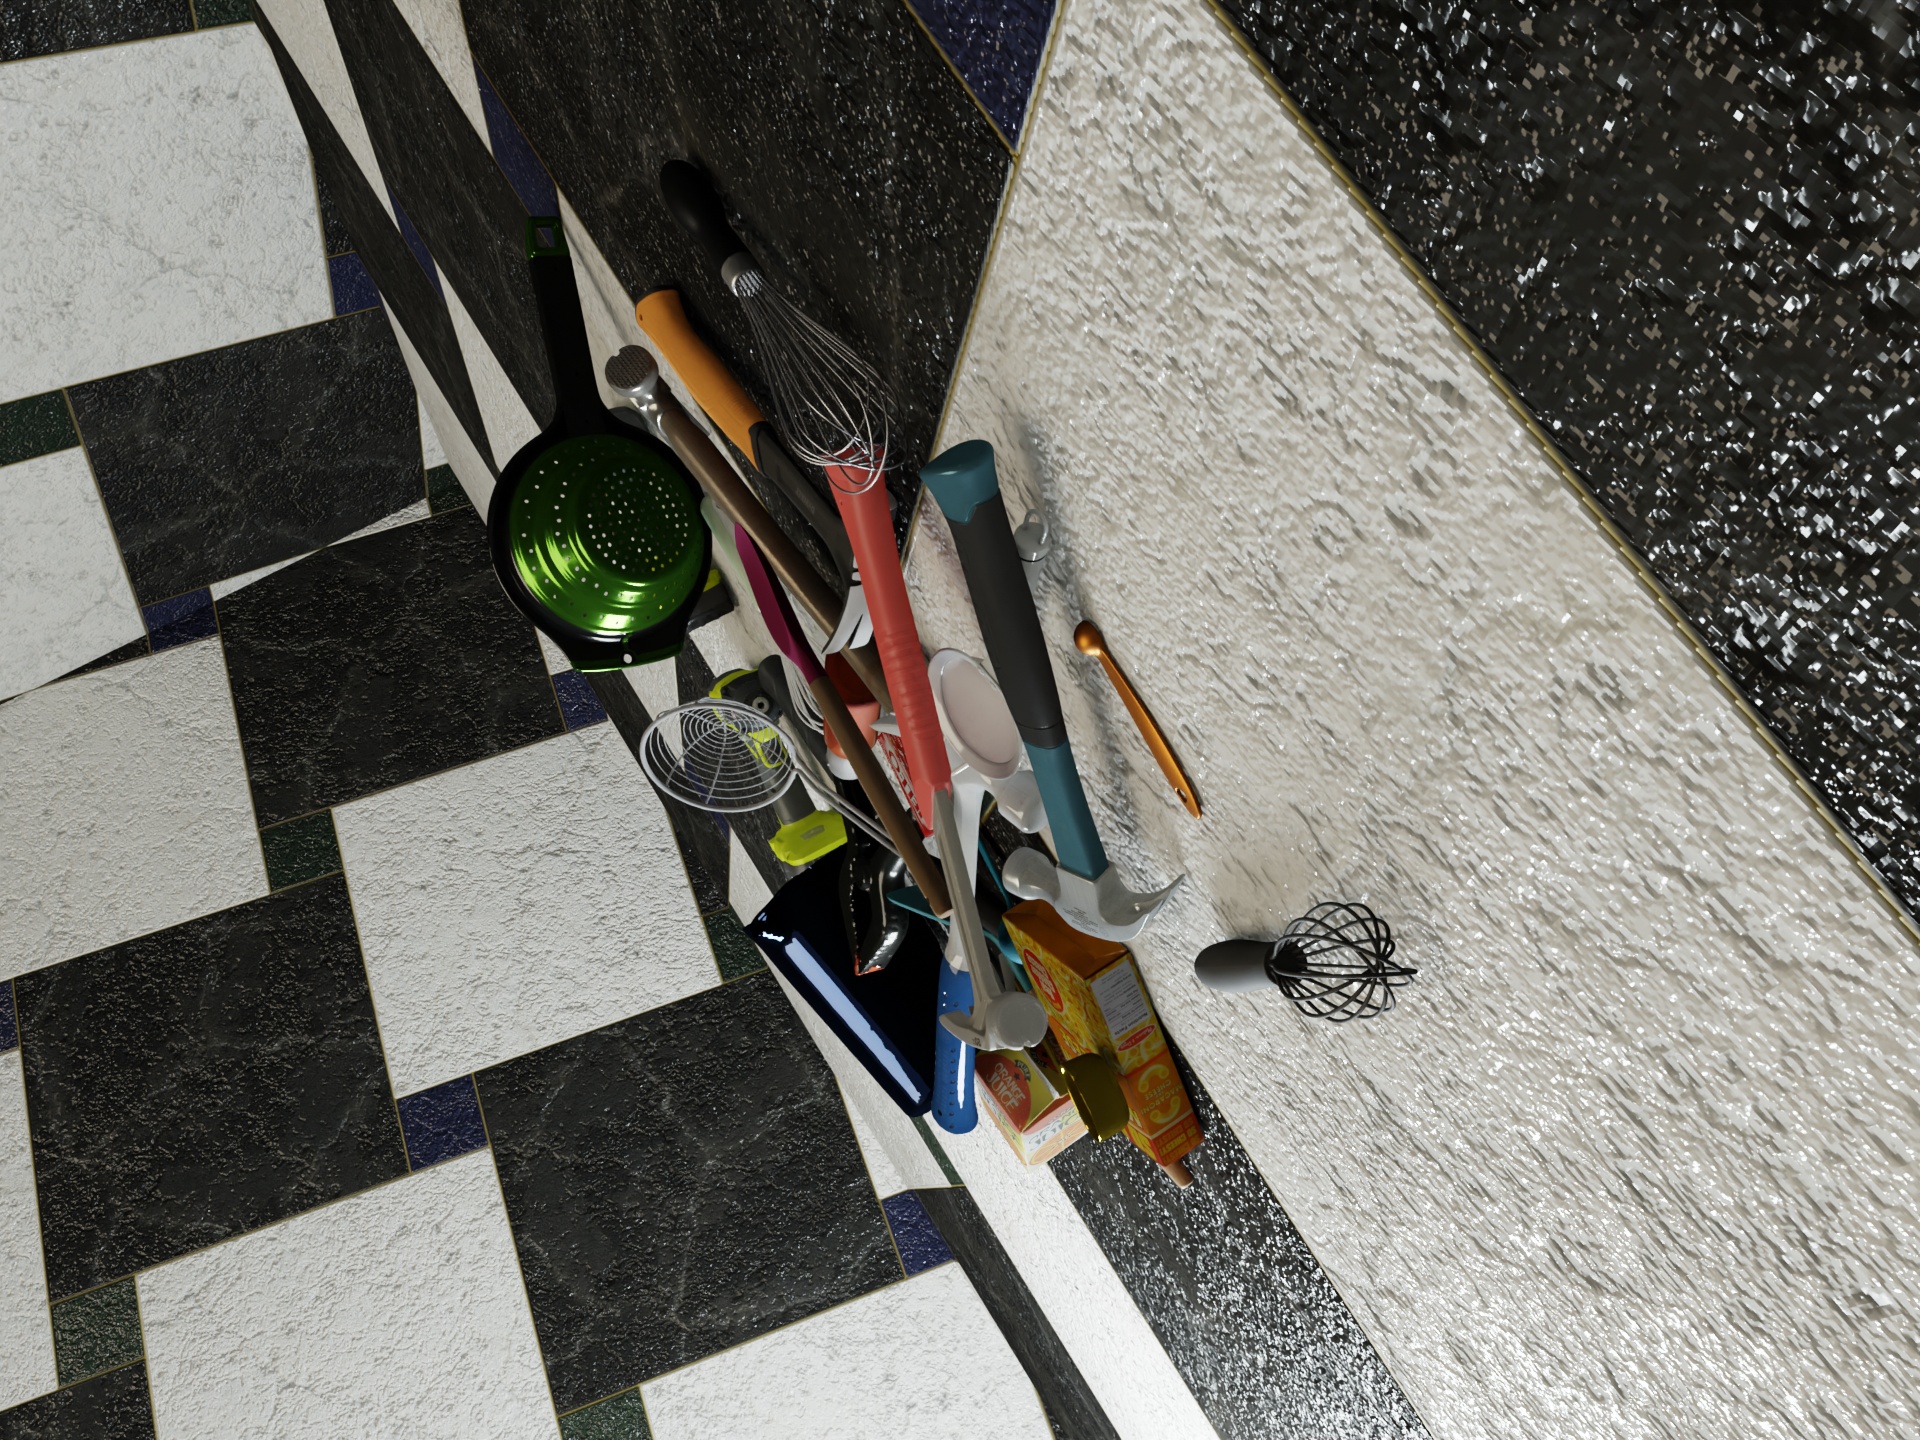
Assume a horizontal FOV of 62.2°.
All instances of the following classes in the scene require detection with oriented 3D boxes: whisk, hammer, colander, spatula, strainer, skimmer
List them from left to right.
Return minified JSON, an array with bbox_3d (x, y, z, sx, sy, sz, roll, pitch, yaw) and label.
[{"bbox_3d":[-0.307,-0.244,1.357,0.094,0.204,0.397,-7,95,58],"label":"colander"},{"bbox_3d":[-0.144,-0.193,1.095,0.337,0.034,0.127,52,144,33],"label":"hammer"},{"bbox_3d":[-0.113,-0.238,0.924,0.285,0.070,0.070,57,165,28],"label":"whisk"},{"bbox_3d":[-0.156,-0.092,1.345,0.059,0.058,0.246,-43,72,39],"label":"whisk"},{"bbox_3d":[-0.118,-0.106,1.177,0.411,0.038,0.146,50,179,19],"label":"hammer"},{"bbox_3d":[-0.099,0.095,1.253,0.363,0.090,0.127,34,141,26],"label":"skimmer"},{"bbox_3d":[-0.069,0.100,1.429,0.409,0.036,0.149,54,162,21],"label":"hammer"},{"bbox_3d":[-0.023,0.015,0.939,0.149,0.036,0.359,158,98,-75],"label":"hammer"},{"bbox_3d":[-0.004,0.158,1.130,0.144,0.035,0.405,36,142,32],"label":"hammer"},{"bbox_3d":[0.024,-0.040,0.886,0.087,0.050,0.258,51,157,18],"label":"strainer"},{"bbox_3d":[0.039,-0.003,0.839,0.128,0.033,0.330,22,144,40],"label":"hammer"},{"bbox_3d":[0.067,0.234,1.230,0.318,0.044,0.082,50,-154,20],"label":"spatula"},{"bbox_3d":[0.153,0.118,0.764,0.055,0.055,0.239,59,168,4],"label":"whisk"}]

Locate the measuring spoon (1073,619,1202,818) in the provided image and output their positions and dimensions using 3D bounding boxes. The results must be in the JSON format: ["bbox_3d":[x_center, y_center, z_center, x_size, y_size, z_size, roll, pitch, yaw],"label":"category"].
[{"bbox_3d":[0.089,0.001,0.807,0.117,0.011,0.021,59,164,3],"label":"measuring spoon"}]

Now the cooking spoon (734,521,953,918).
[{"bbox_3d":[-0.083,-0.005,1.063,0.319,0.017,0.068,60,161,22],"label":"cooking spoon"}]

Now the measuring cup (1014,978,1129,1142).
[{"bbox_3d":[0.075,0.223,1.090,0.157,0.029,0.062,-123,12,-54],"label":"measuring cup"}]

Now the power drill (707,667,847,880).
[{"bbox_3d":[-0.180,0.055,1.607,0.223,0.080,0.171,65,167,-10],"label":"power drill"}]

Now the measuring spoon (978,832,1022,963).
[{"bbox_3d":[0.022,0.125,1.177,0.042,0.021,0.129,69,176,-67],"label":"measuring spoon"}]

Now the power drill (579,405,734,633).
[{"bbox_3d":[-0.319,-0.199,1.586,0.228,0.080,0.191,66,163,-13],"label":"power drill"}]

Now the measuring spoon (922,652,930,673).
[{"bbox_3d":[-0.002,-0.003,1.079,0.124,0.018,0.034,51,-172,9],"label":"measuring spoon"}]
